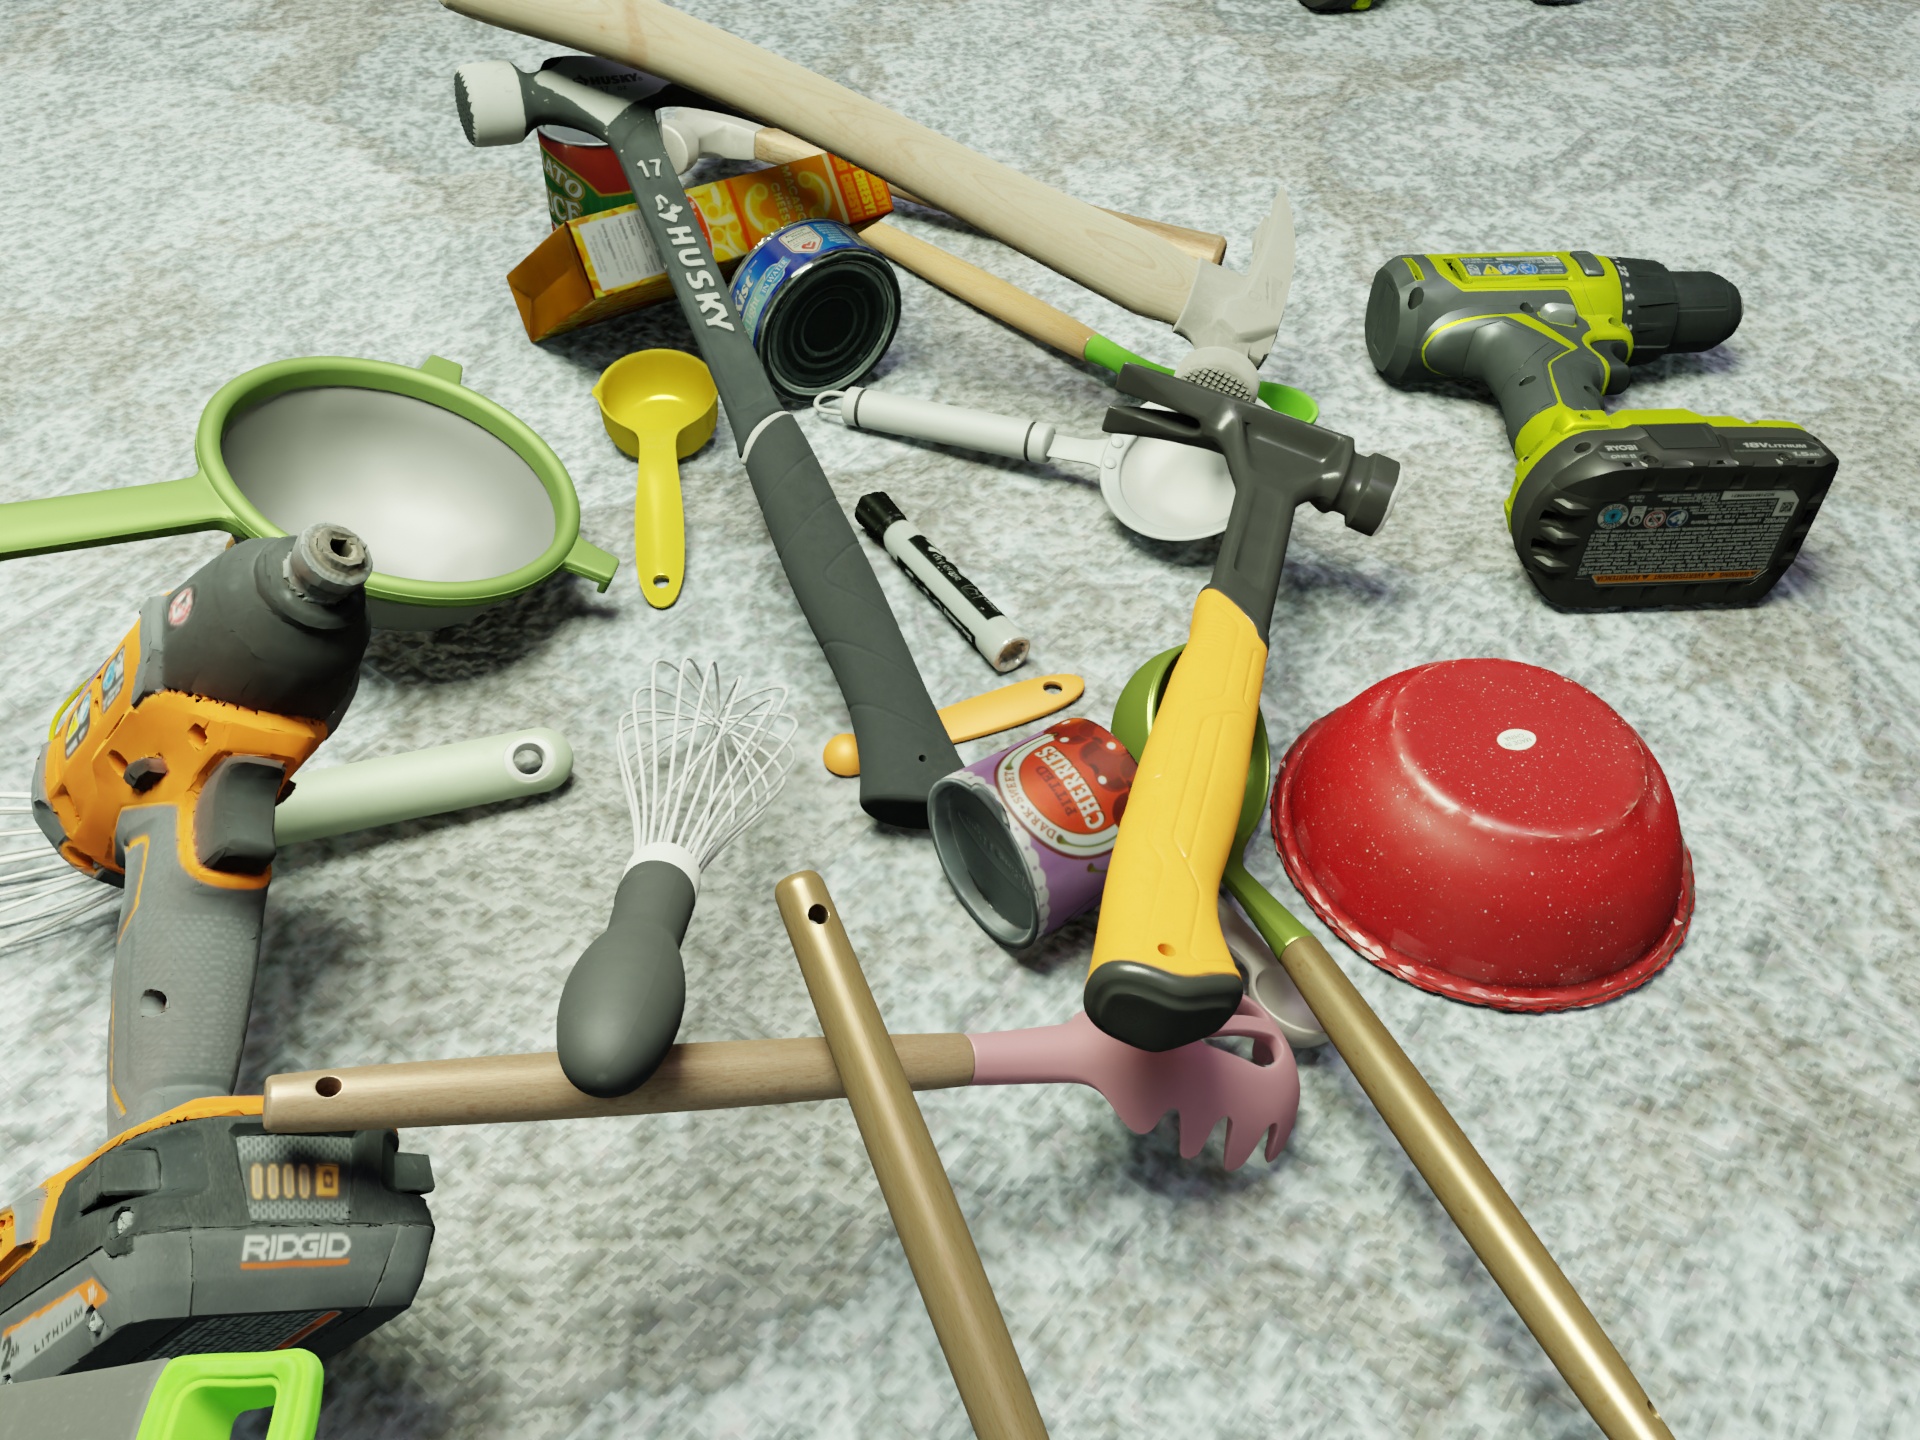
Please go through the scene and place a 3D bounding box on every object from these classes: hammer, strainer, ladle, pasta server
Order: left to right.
[{"bbox_3d":[-0.276,-0.069,0.626,0.256,0.069,0.152,-19,59,-45],"label":"strainer"},{"bbox_3d":[-0.084,-0.135,0.672,0.149,0.036,0.409,-16,67,-23],"label":"hammer"},{"bbox_3d":[-0.026,0.102,0.449,0.316,0.040,0.060,3,42,-28],"label":"pasta server"},{"bbox_3d":[-0.039,-0.271,0.723,0.410,0.038,0.146,24,55,-5],"label":"hammer"},{"bbox_3d":[-0.008,-0.308,0.921,0.331,0.031,0.130,18,36,10],"label":"hammer"},{"bbox_3d":[0.046,-0.130,0.754,0.258,0.050,0.087,15,68,19],"label":"strainer"},{"bbox_3d":[0.084,-0.023,0.556,0.127,0.034,0.337,21,41,2],"label":"hammer"},{"bbox_3d":[0.130,0.084,0.507,0.078,0.062,0.321,31,20,-39],"label":"ladle"}]

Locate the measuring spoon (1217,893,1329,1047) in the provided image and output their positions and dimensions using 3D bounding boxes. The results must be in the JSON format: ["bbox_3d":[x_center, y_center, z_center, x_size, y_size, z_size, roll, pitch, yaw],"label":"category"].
[{"bbox_3d":[0.090,0.076,0.574,0.034,0.018,0.124,-6,36,-35],"label":"measuring spoon"}]

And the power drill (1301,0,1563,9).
[{"bbox_3d":[0.350,-0.605,1.215,0.223,0.080,0.171,-9,47,-17],"label":"power drill"}]

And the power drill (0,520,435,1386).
[{"bbox_3d":[-0.207,0.060,0.447,0.084,0.164,0.227,15,49,-42],"label":"power drill"}]

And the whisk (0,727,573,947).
[{"bbox_3d":[-0.264,0.037,0.574,0.246,0.059,0.058,-12,85,-19],"label":"whisk"}]

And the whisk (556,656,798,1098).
[{"bbox_3d":[-0.090,0.039,0.496,0.070,0.070,0.285,0,17,-3],"label":"whisk"}]

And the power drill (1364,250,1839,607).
[{"bbox_3d":[0.319,-0.157,0.771,0.190,0.080,0.229,-2,43,-5],"label":"power drill"}]

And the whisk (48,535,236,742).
[{"bbox_3d":[-0.308,-0.057,0.664,0.047,0.051,0.245,-1,42,4],"label":"whisk"}]

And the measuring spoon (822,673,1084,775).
[{"bbox_3d":[-0.001,-0.002,0.645,0.117,0.011,0.021,-17,49,-19],"label":"measuring spoon"}]

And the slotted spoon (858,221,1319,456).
[{"bbox_3d":[0.053,-0.207,0.840,0.070,0.031,0.314,-34,54,-31],"label":"slotted spoon"}]

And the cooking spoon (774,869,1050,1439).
[{"bbox_3d":[0.016,0.182,0.389,0.068,0.017,0.319,-17,71,-21],"label":"cooking spoon"}]

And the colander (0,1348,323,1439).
[{"bbox_3d":[-0.328,0.162,0.326,0.397,0.094,0.205,-13,47,11],"label":"colander"}]

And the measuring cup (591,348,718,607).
[{"bbox_3d":[-0.140,-0.109,0.741,0.062,0.029,0.157,-4,58,-6],"label":"measuring cup"}]
